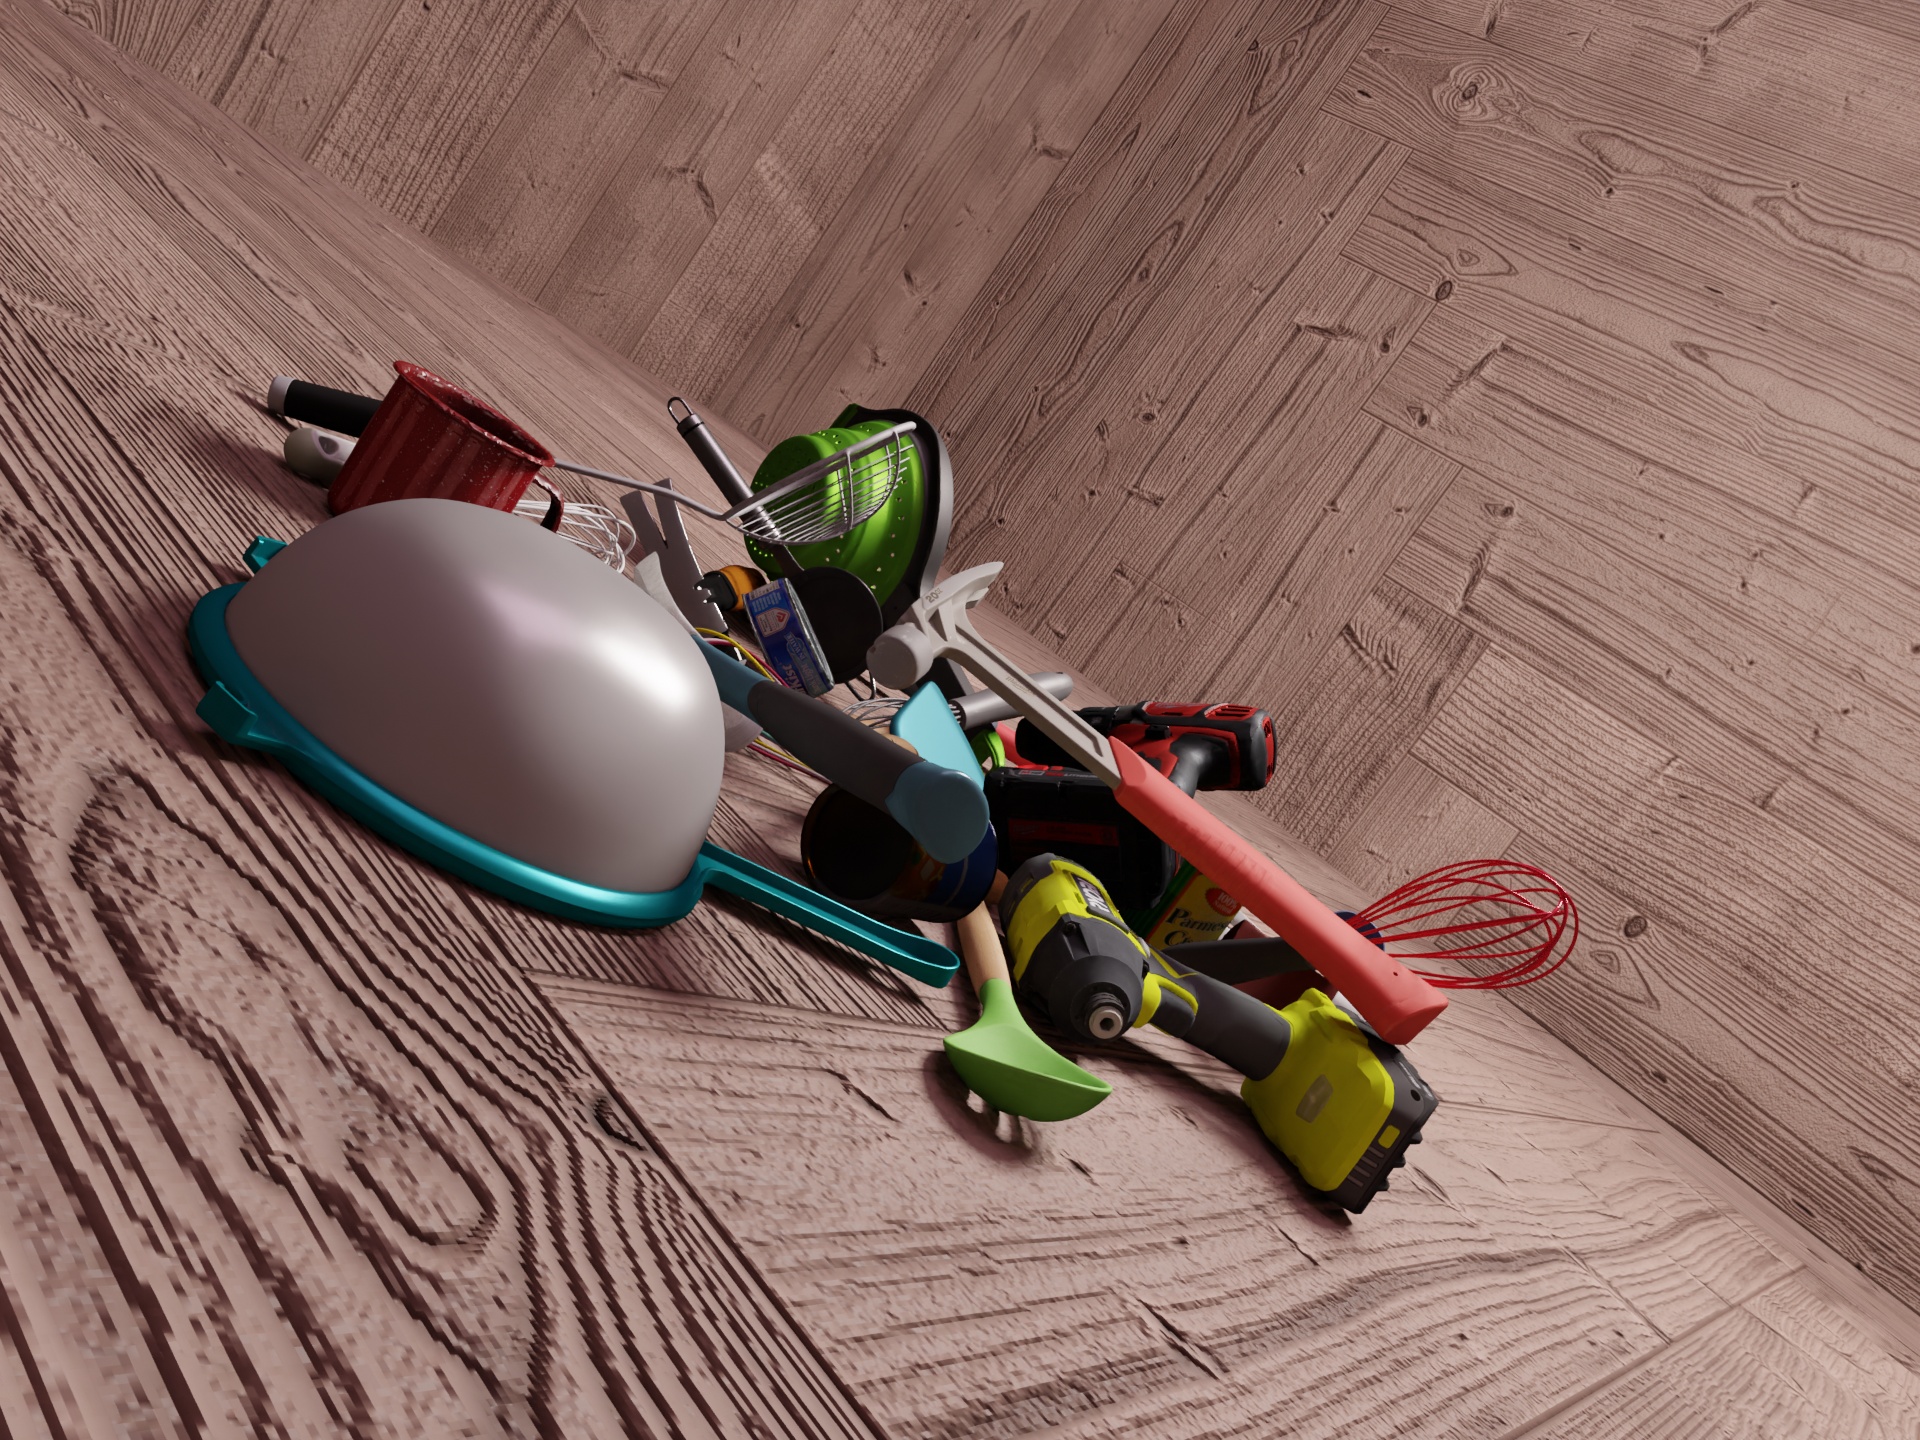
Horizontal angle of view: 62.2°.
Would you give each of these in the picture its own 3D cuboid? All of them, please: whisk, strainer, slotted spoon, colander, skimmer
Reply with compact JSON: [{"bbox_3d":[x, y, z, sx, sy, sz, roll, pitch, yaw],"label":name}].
[{"bbox_3d":[-0.070,0.028,0.918,0.245,0.047,0.051,37,6,-8],"label":"whisk"},{"bbox_3d":[0.223,0.132,0.931,0.073,0.073,0.296,31,-32,-33],"label":"whisk"},{"bbox_3d":[-0.130,-0.125,1.142,0.258,0.087,0.050,55,25,-5],"label":"strainer"},{"bbox_3d":[-0.116,0.007,0.626,0.340,0.095,0.211,30,9,-27],"label":"strainer"},{"bbox_3d":[0.016,0.122,0.755,0.070,0.031,0.314,16,8,-8],"label":"slotted spoon"},{"bbox_3d":[-0.282,-0.125,0.923,0.246,0.059,0.058,16,48,-57],"label":"whisk"},{"bbox_3d":[-0.001,-0.004,1.072,0.239,0.055,0.055,-17,46,-45],"label":"whisk"},{"bbox_3d":[-0.076,-0.103,1.207,0.094,0.204,0.398,14,36,-41],"label":"colander"},{"bbox_3d":[-0.211,-0.175,0.932,0.363,0.090,0.127,13,4,-7],"label":"skimmer"}]

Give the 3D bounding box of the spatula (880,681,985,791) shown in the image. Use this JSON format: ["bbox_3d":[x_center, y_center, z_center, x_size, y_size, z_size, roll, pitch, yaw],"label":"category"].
[{"bbox_3d":[-0.023,0.014,0.876,0.082,0.044,0.317,63,1,3],"label":"spatula"}]

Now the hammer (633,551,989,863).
[{"bbox_3d":[-0.079,-0.002,0.714,0.128,0.033,0.331,55,-15,-29],"label":"hammer"}]

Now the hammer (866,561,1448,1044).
[{"bbox_3d":[0.117,0.046,0.881,0.359,0.036,0.149,39,32,7],"label":"hammer"}]

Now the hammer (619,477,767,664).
[{"bbox_3d":[-0.175,-0.101,1.146,0.337,0.034,0.127,-101,168,-85],"label":"hammer"}]

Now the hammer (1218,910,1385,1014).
[{"bbox_3d":[0.254,0.171,1.166,0.144,0.035,0.405,35,-6,12],"label":"hammer"}]

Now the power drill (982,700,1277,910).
[{"bbox_3d":[0.091,0.040,1.048,0.188,0.080,0.227,3,19,27],"label":"power drill"}]

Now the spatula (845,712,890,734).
[{"bbox_3d":[-0.086,0.002,1.086,0.060,0.018,0.315,20,1,22],"label":"spatula"}]

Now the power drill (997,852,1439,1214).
[{"bbox_3d":[0.129,0.163,0.835,0.223,0.080,0.171,30,8,-12],"label":"power drill"}]

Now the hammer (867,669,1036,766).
[{"bbox_3d":[0.038,0.022,1.397,0.386,0.038,0.143,33,-11,10],"label":"hammer"}]
